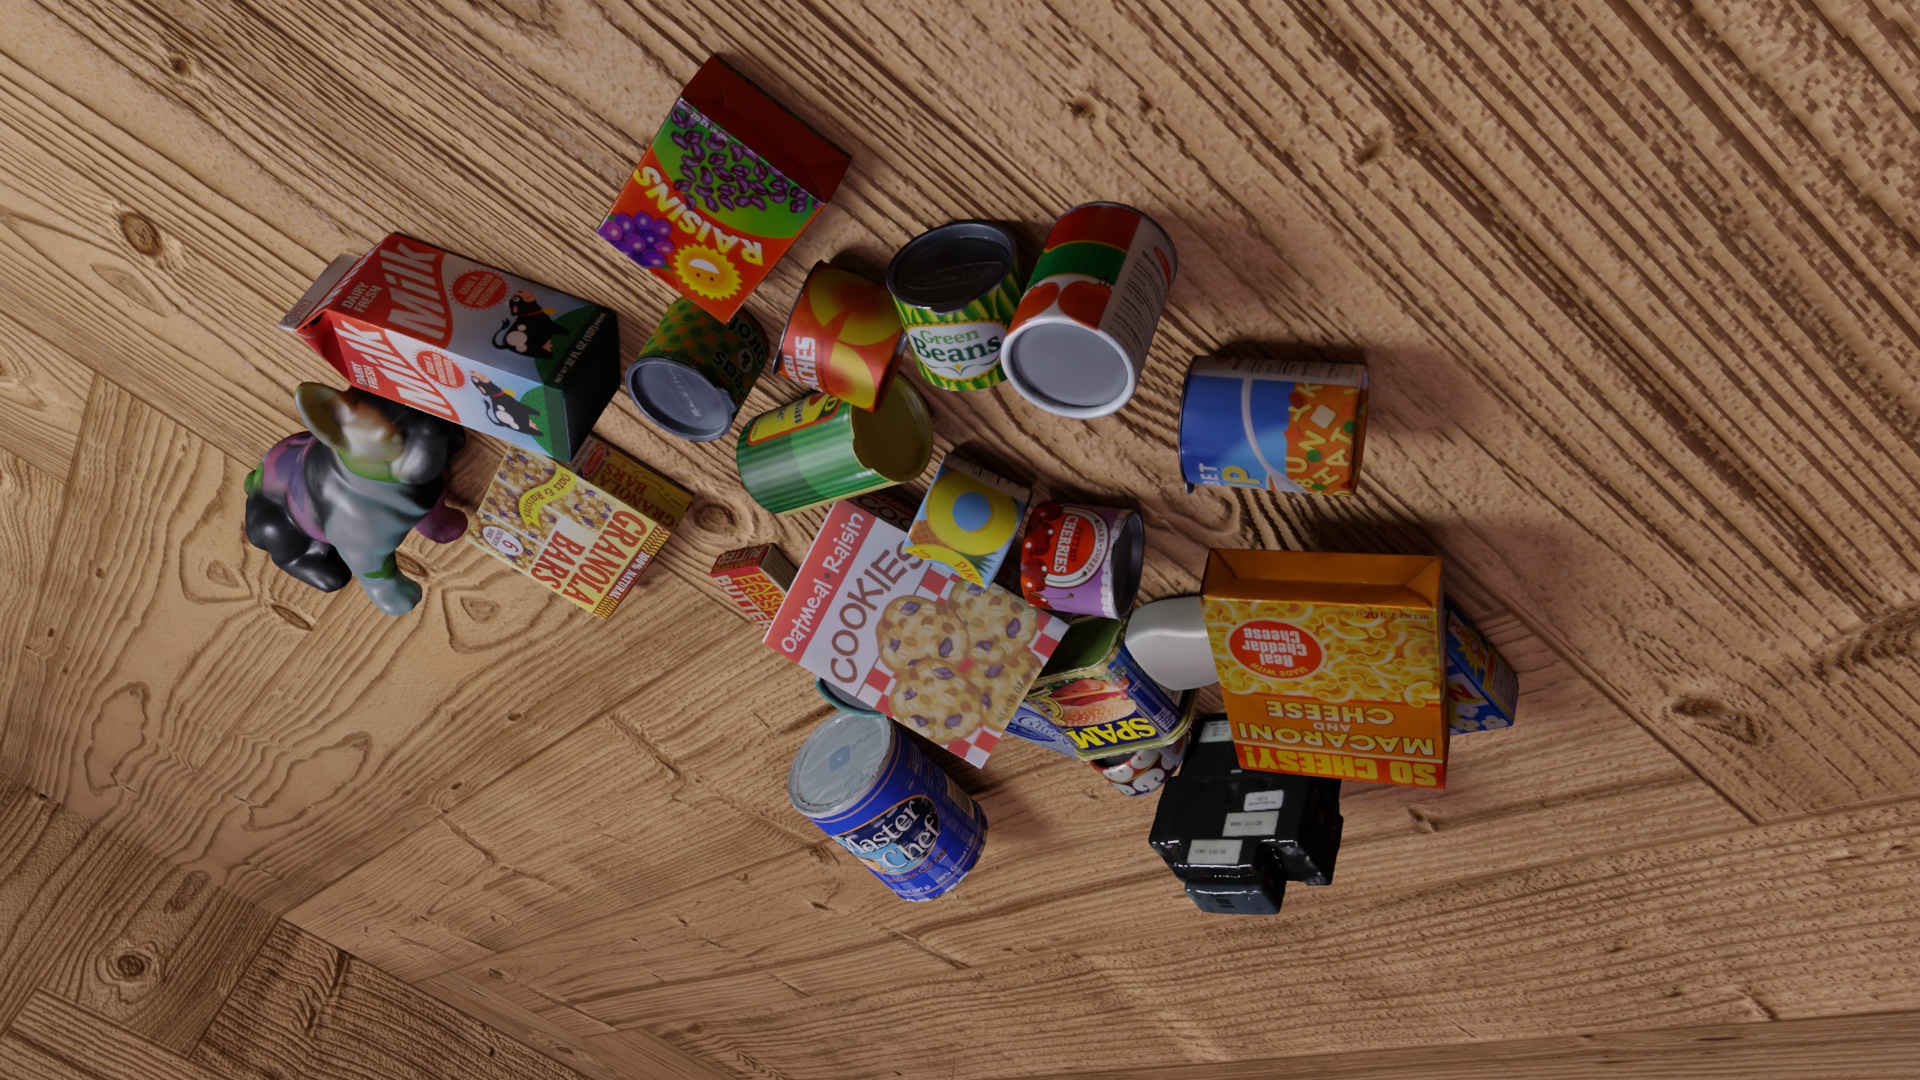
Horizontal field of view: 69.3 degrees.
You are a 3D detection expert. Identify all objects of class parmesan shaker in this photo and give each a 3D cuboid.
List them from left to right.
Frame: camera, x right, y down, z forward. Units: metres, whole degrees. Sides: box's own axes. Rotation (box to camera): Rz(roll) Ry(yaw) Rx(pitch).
[{"bbox_3d":[-0.077,-0.055,0.817,0.103,0.072,0.071,-14,131,40],"label":"parmesan shaker"}]

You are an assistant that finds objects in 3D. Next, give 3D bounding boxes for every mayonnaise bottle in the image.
[{"bbox_3d":[0.175,0.053,0.850,0.147,0.041,0.064,-20,127,42],"label":"mayonnaise bottle"}]

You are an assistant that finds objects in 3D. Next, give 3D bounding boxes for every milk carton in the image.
[{"bbox_3d":[-0.313,-0.124,0.853,0.191,0.073,0.073,20,145,3],"label":"milk carton"}]

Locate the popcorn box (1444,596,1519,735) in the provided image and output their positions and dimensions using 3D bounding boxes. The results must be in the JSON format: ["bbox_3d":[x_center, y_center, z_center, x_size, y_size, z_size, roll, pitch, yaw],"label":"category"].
[{"bbox_3d":[0.260,0.085,0.847,0.126,0.038,0.085,-19,129,43],"label":"popcorn box"}]

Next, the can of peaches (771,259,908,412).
[{"bbox_3d":[-0.061,-0.107,0.742,0.058,0.071,0.071,22,145,-1],"label":"can of peaches"}]

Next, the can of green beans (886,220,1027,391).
[{"bbox_3d":[0.002,-0.117,0.697,0.071,0.071,0.057,5,141,23],"label":"can of green beans"}]

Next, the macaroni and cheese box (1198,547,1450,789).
[{"bbox_3d":[0.211,0.074,0.788,0.124,0.040,0.165,2,139,23],"label":"macaroni and cheese box"}]

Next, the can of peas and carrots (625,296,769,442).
[{"bbox_3d":[-0.150,-0.101,0.807,0.071,0.059,0.070,14,144,11],"label":"can of peas and carrots"}]

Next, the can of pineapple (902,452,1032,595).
[{"bbox_3d":[0.003,-0.010,0.834,0.058,0.071,0.070,25,144,-2],"label":"can of pineapple"}]

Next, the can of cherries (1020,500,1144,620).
[{"bbox_3d":[0.072,0.010,0.824,0.058,0.072,0.071,8,142,22],"label":"can of cherries"}]

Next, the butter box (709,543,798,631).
[{"bbox_3d":[-0.131,0.045,1.017,0.053,0.024,0.103,-11,133,37],"label":"butter box"}]

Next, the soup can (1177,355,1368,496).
[{"bbox_3d":[0.156,-0.055,0.693,0.084,0.072,0.071,6,141,21],"label":"soup can"}]

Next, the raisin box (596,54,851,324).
[{"bbox_3d":[-0.124,-0.175,0.714,0.086,0.040,0.123,34,144,-17],"label":"raisin box"}]

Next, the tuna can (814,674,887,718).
[{"bbox_3d":[-0.074,0.106,1.059,0.071,0.033,0.070,15,144,11],"label":"tuna can"}]

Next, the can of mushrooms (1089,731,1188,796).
[{"bbox_3d":[0.122,0.144,0.972,0.033,0.071,0.071,41,140,-24],"label":"can of mushrooms"}]

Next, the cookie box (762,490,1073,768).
[{"bbox_3d":[-0.028,0.053,0.900,0.167,0.040,0.122,30,113,1],"label":"cookie box"}]

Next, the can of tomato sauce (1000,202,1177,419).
[{"bbox_3d":[0.060,-0.109,0.663,0.071,0.083,0.070,14,143,11],"label":"can of tomato sauce"}]

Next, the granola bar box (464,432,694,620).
[{"bbox_3d":[-0.278,-0.016,1.004,0.124,0.039,0.164,33,143,-13],"label":"granola bar box"}]

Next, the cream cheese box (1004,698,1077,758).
[{"bbox_3d":[0.046,0.123,1.024,0.104,0.024,0.053,20,143,3],"label":"cream cheese box"}]
